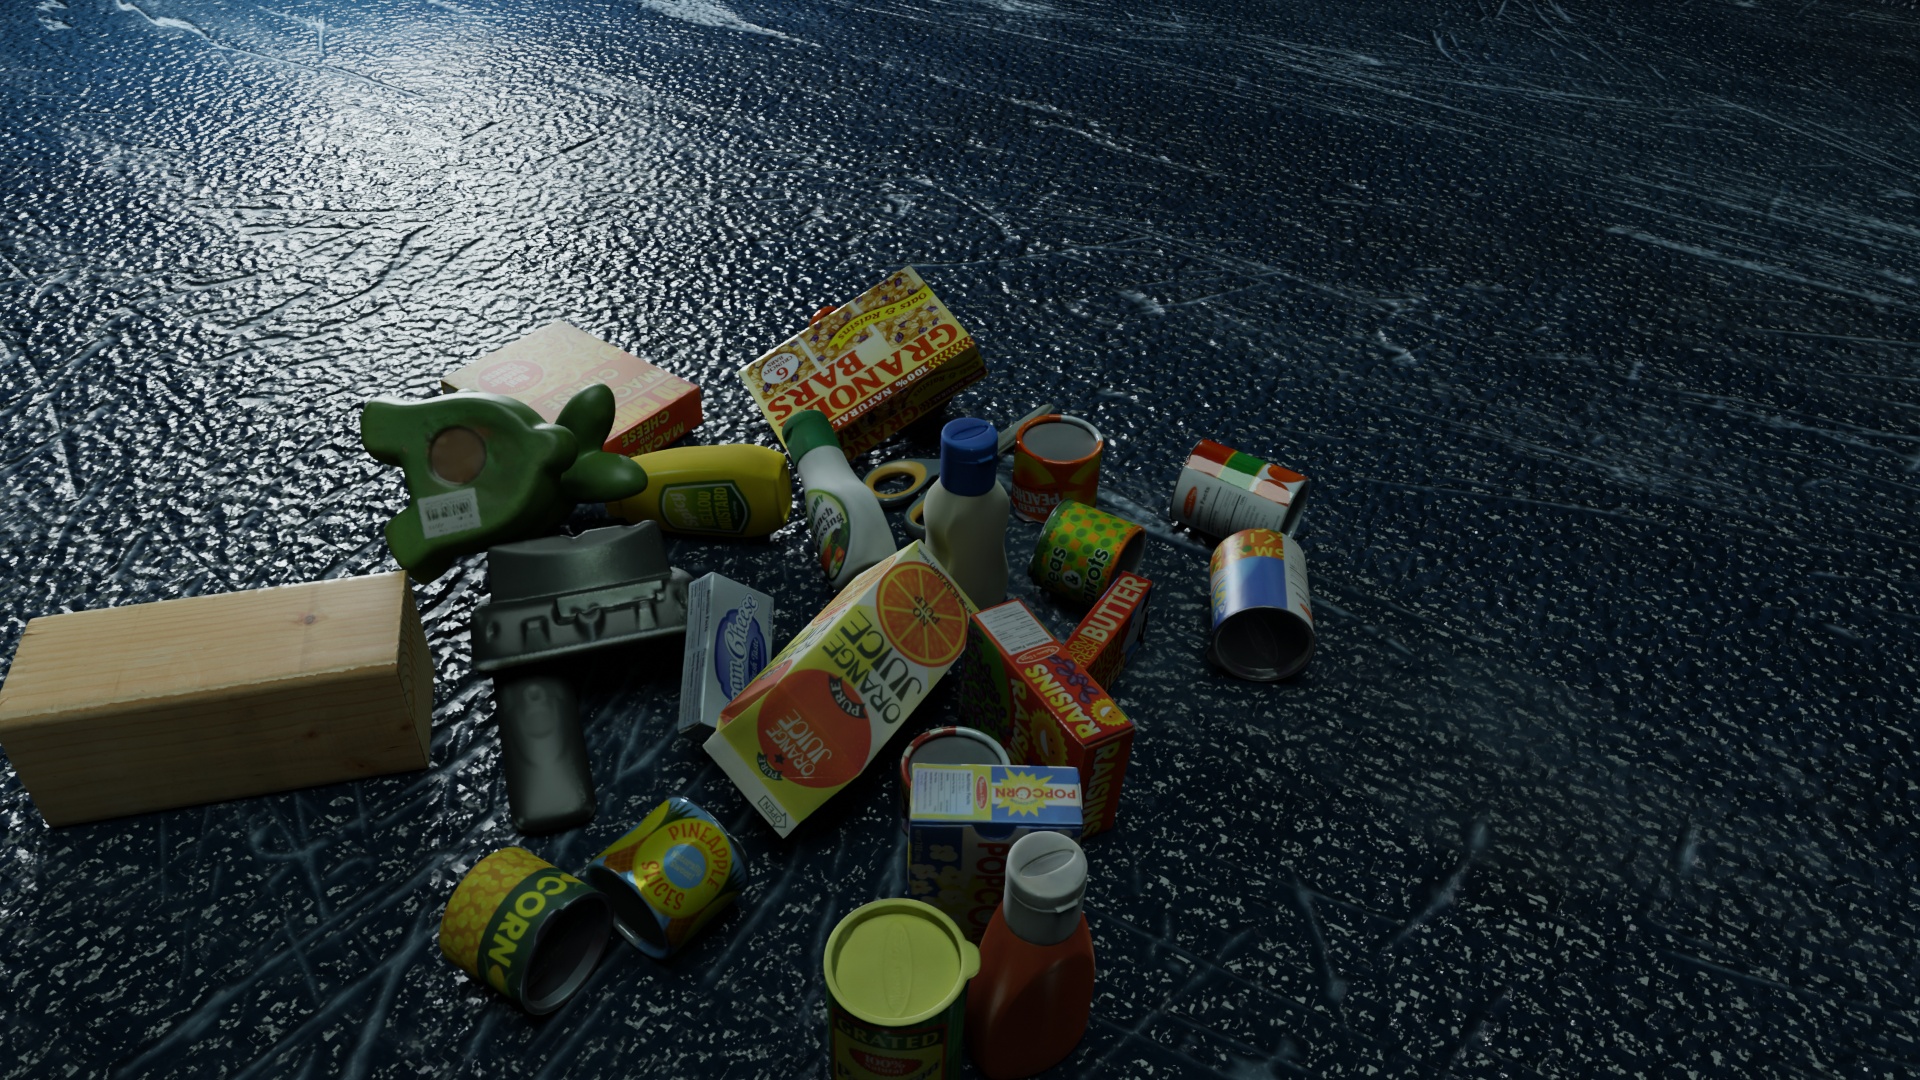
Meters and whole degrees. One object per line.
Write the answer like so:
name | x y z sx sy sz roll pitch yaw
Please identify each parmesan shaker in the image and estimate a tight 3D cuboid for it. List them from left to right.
parmesan shaker | -0.028 0.229 0.661 0.071 0.102 0.072 1 39 -1

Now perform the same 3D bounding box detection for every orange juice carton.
orange juice carton | -0.072 0.088 0.833 0.071 0.072 0.194 50 46 -8

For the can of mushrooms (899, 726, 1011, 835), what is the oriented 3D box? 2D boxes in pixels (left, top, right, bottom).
can of mushrooms | -0.005 0.145 0.819 0.071 0.033 0.071 2 40 -2

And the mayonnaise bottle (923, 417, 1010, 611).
mayonnaise bottle | 0.003 -0.012 0.920 0.065 0.147 0.041 -21 45 -27

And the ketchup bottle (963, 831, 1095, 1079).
ketchup bottle | 0.036 0.199 0.665 0.065 0.148 0.044 -17 45 -23

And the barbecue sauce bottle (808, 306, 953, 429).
barbecue sauce bottle | -0.073 -0.149 1.166 0.065 0.043 0.149 -31 49 -23

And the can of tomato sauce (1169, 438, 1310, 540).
can of tomato sauce | 0.206 -0.031 1.022 0.083 0.070 0.071 23 44 22

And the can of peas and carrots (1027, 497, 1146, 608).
can of peas and carrots | 0.088 0.012 0.961 0.059 0.070 0.071 22 43 21

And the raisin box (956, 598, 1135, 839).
raisin box | 0.048 0.107 0.828 0.040 0.085 0.124 -15 42 -27

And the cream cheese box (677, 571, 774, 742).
cream cheese box | -0.144 0.076 0.856 0.053 0.024 0.104 28 48 -40

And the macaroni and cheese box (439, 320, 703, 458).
macaroni and cheese box | -0.308 -0.110 1.107 0.167 0.040 0.124 26 45 26

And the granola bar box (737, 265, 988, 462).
granola bar box | -0.078 -0.132 1.099 0.166 0.039 0.124 -32 49 -4

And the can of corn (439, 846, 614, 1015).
can of corn | -0.223 0.198 0.712 0.058 0.070 0.071 21 43 22

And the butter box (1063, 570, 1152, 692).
butter box | 0.091 0.070 0.901 0.024 0.052 0.104 21 42 24

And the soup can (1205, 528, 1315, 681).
soup can | 0.198 0.043 0.932 0.071 0.071 0.084 6 39 4

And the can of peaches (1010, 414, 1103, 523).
can of peaches | 0.071 -0.053 1.046 0.071 0.057 0.071 2 39 -2

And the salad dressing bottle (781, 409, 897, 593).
salad dressing bottle | -0.089 -0.029 0.987 0.044 0.064 0.148 -1 50 -33

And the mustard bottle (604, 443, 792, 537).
mustard bottle | -0.205 -0.035 1.008 0.160 0.065 0.049 -1 35 5

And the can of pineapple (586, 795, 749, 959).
can of pineapple | -0.156 0.179 0.740 0.071 0.070 0.058 27 46 27

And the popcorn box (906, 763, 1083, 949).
popcorn box | 0.015 0.168 0.719 0.085 0.126 0.038 2 43 -1
